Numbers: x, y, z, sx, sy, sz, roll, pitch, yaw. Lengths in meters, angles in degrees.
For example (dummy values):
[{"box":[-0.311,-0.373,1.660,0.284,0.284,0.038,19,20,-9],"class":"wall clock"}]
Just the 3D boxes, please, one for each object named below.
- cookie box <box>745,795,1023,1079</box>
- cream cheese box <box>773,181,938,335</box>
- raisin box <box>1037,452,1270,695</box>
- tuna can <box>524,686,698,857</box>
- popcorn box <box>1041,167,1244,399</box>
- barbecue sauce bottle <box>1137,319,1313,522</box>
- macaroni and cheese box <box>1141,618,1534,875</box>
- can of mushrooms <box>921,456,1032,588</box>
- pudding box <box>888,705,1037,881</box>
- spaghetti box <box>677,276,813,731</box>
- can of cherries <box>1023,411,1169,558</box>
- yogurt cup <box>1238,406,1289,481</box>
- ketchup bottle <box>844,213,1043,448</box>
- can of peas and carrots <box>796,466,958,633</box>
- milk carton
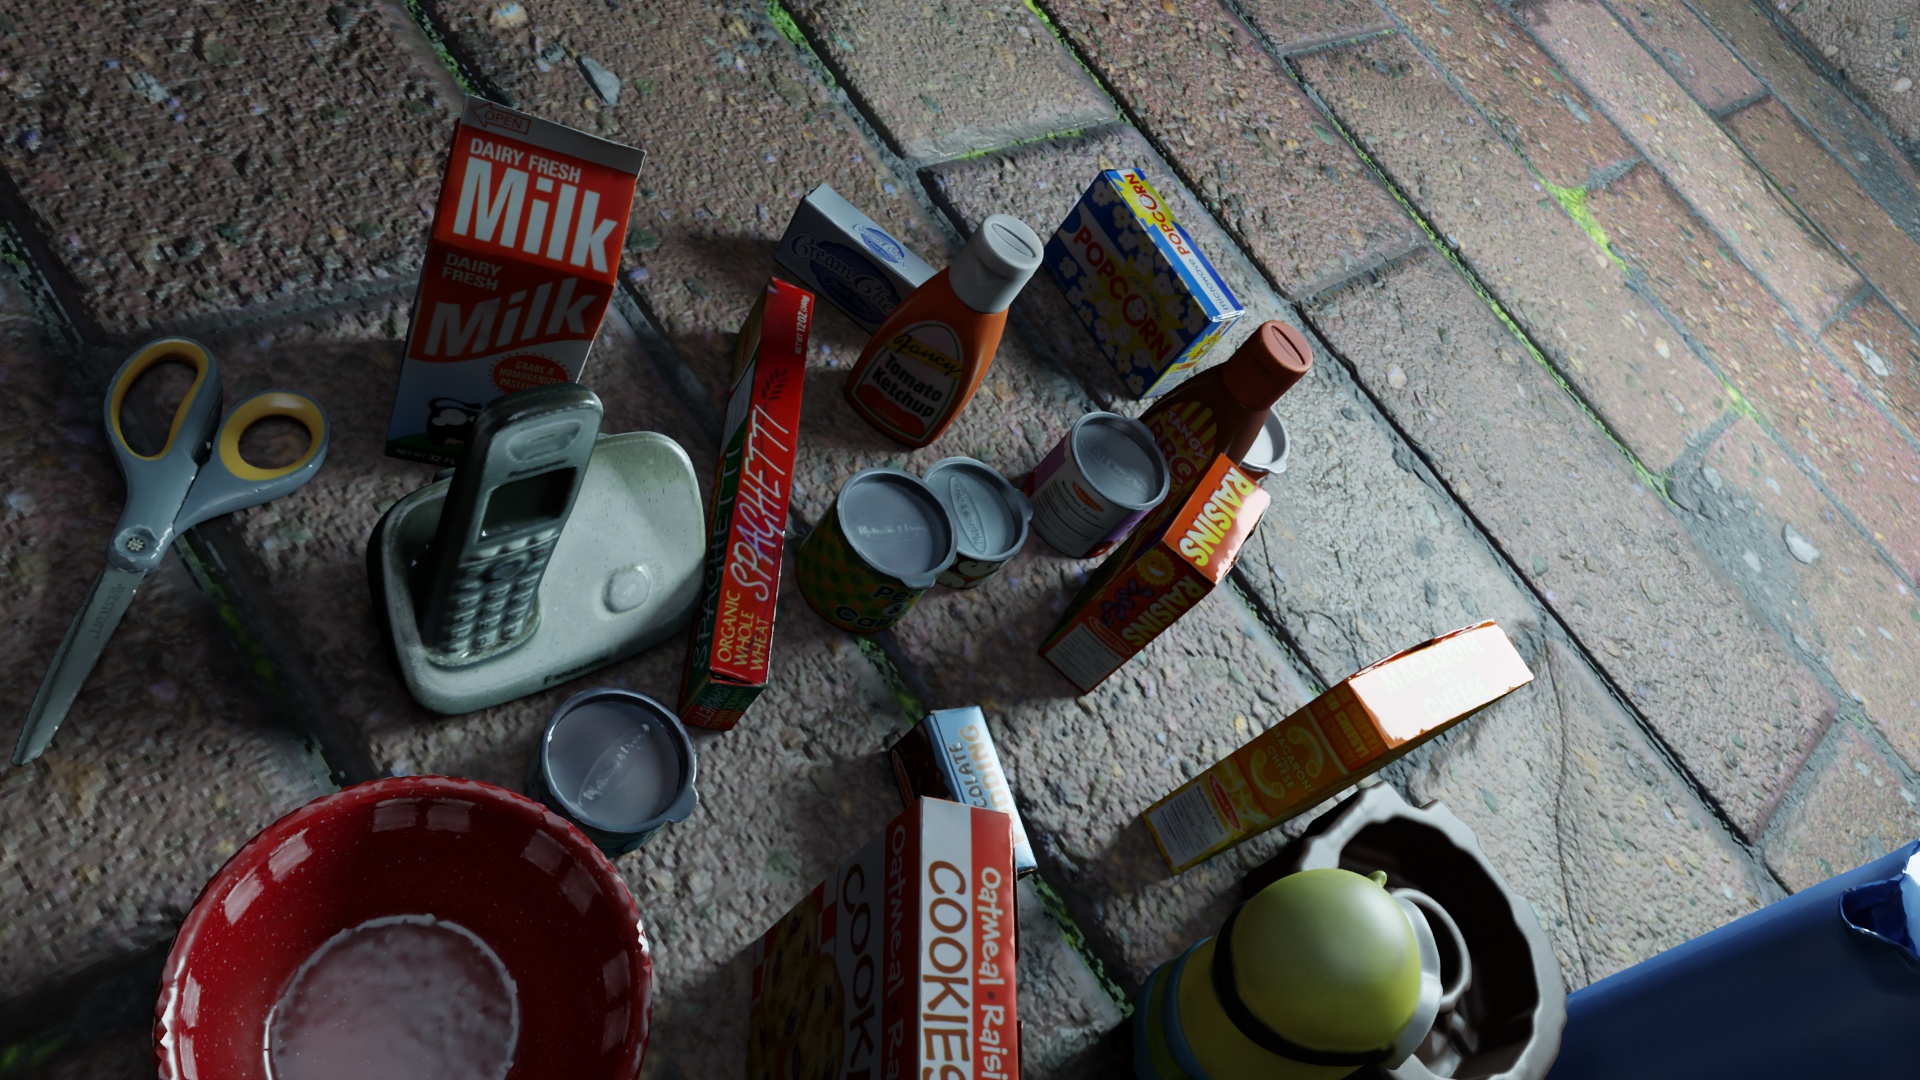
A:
[{"box":[-0.033,0.183,0.509,0.040,0.166,0.123,16,52,-22],"class":"cookie box"},{"box":[-0.056,-0.157,0.814,0.104,0.053,0.024,38,47,-3],"class":"cream cheese box"},{"box":[0.102,0.019,0.739,0.040,0.122,0.086,41,47,0],"class":"raisin box"},{"box":[-0.147,0.100,0.590,0.071,0.032,0.071,16,52,-21],"class":"tuna can"},{"box":[0.116,-0.167,0.905,0.038,0.084,0.127,-19,70,-39],"class":"popcorn box"},{"box":[0.146,-0.069,0.811,0.044,0.147,0.065,-26,74,-41],"class":"barbecue sauce bottle"},{"box":[0.186,0.105,0.700,0.124,0.165,0.040,-14,67,-37],"class":"macaroni and cheese box"},{"box":[0.003,-0.010,0.759,0.071,0.033,0.071,16,52,-21],"class":"can of mushrooms"},{"box":[0.000,0.125,0.651,0.030,0.049,0.084,-4,61,-34],"class":"pudding box"},{"box":[-0.105,-0.025,0.693,0.029,0.050,0.251,17,51,-21],"class":"spaghetti box"},{"box":[0.079,-0.032,0.805,0.071,0.058,0.072,16,52,-21],"class":"can of cherries"},{"box":[0.165,-0.059,0.880,0.072,0.053,0.073,16,52,-21],"class":"yogurt cup"},{"box":[-0.007,-0.114,0.749,0.065,0.148,0.044,36,47,-5],"class":"ketchup bottle"},{"box":[-0.042,0.008,0.703,0.071,0.058,0.071,16,52,-21],"class":"can of peas and carrots"},{"box":[-0.196,-0.111,0.603,0.072,0.189,0.074,12,53,-25],"class":"milk carton"}]
